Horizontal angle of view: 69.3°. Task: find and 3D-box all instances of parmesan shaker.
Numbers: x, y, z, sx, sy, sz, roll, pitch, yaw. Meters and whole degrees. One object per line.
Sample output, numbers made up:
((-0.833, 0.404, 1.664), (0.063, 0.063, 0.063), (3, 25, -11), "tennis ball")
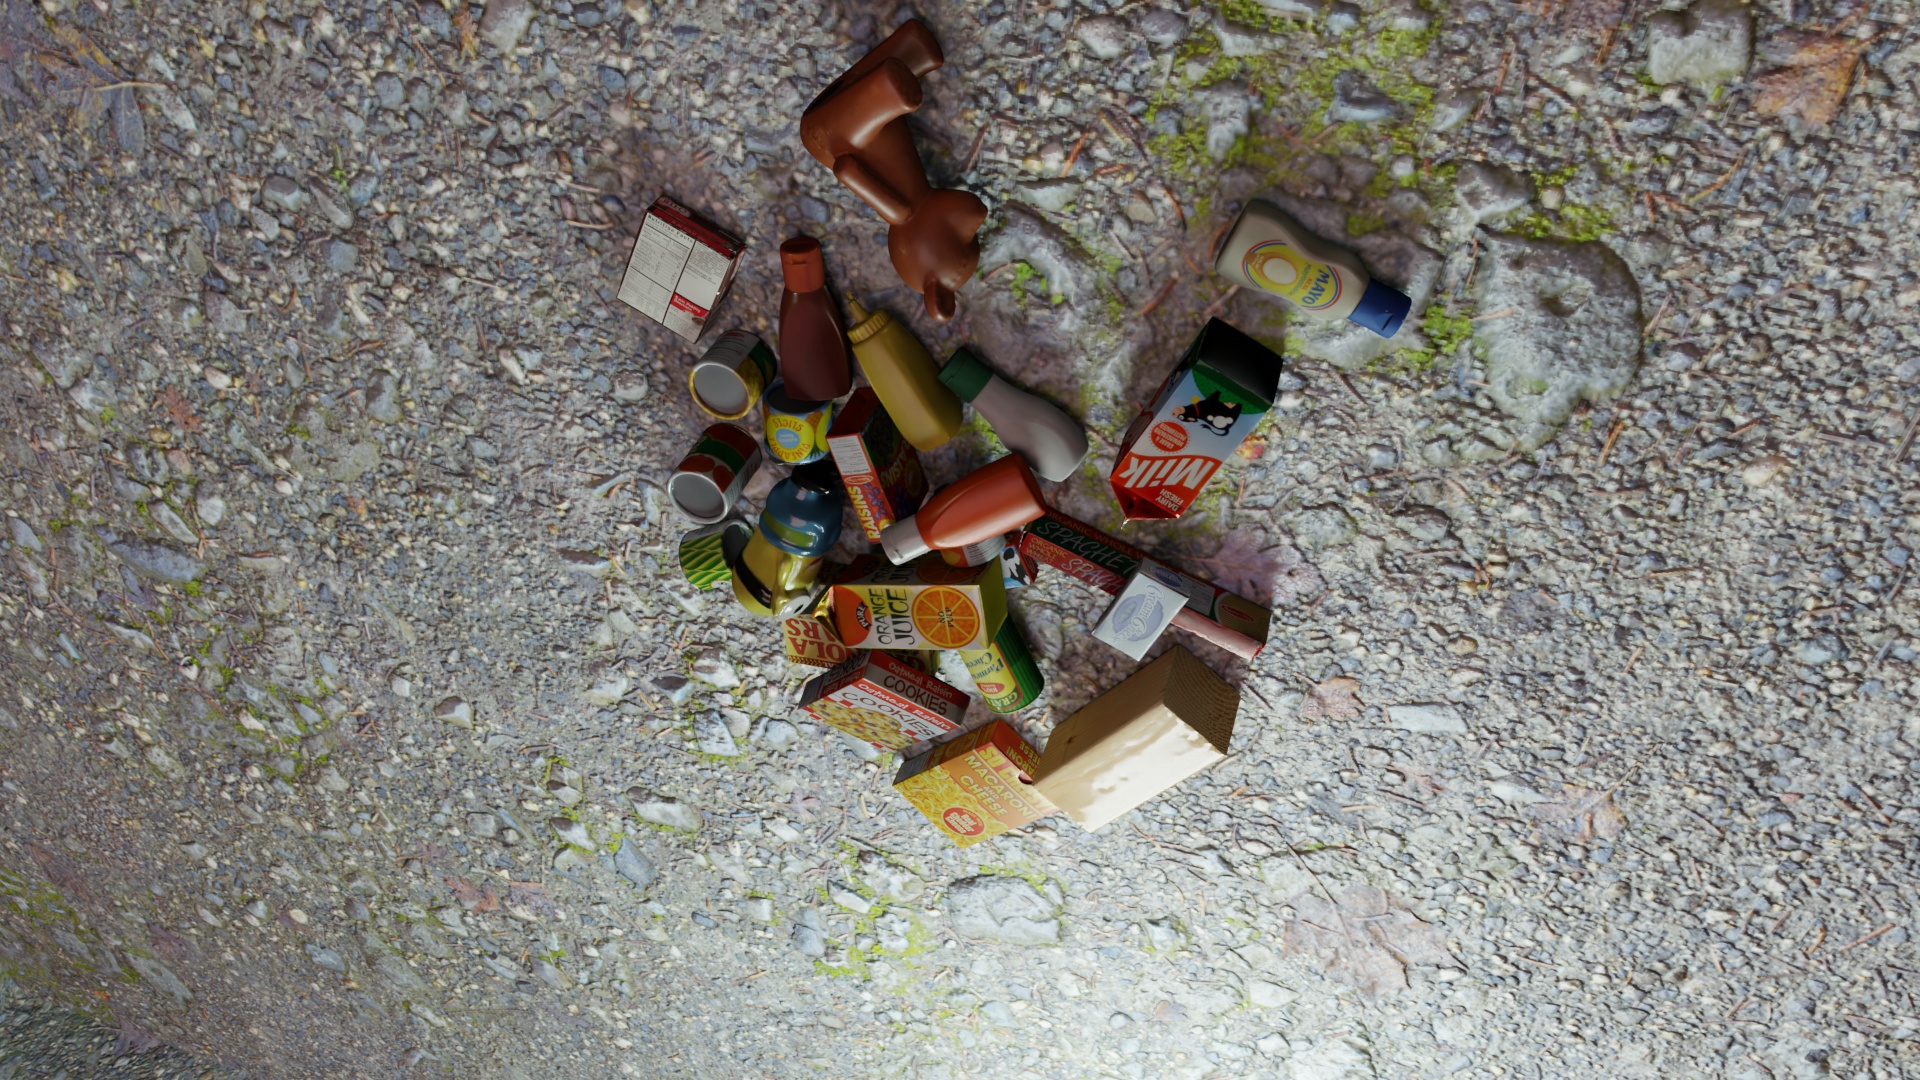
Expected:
((0.035, 0.119, 1.430), (0.071, 0.072, 0.102), (-11, 122, 29), "parmesan shaker")

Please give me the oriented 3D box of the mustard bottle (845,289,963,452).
((-0.058, -0.157, 1.245), (0.048, 0.066, 0.160), (-24, 110, 30), "mustard bottle")

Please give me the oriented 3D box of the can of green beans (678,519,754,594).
((-0.252, 0.015, 1.459), (0.057, 0.071, 0.071), (-13, 122, 30), "can of green beans")

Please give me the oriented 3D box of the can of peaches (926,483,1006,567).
((0.005, -0.017, 1.332), (0.071, 0.071, 0.057), (-3, 127, 24), "can of peaches")

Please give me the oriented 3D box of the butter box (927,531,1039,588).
((0.021, 0.025, 1.386), (0.103, 0.024, 0.053), (-9, 123, 28), "butter box")

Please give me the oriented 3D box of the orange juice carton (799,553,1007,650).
((-0.057, 0.059, 1.366), (0.192, 0.072, 0.072), (0, 115, 19), "orange juice carton")

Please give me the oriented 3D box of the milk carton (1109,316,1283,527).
((0.190, -0.090, 1.191), (0.073, 0.073, 0.189), (30, 133, -4), "milk carton")

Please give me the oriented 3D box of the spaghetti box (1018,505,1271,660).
((0.174, 0.038, 1.318), (0.250, 0.050, 0.028), (25, 131, 1), "spaghetti box")

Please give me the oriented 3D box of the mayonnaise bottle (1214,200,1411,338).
((0.277, -0.206, 1.082), (0.148, 0.041, 0.064), (27, 131, 0), "mayonnaise bottle")

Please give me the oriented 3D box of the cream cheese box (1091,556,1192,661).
((0.168, 0.064, 1.290), (0.053, 0.024, 0.103), (28, 133, -2), "cream cheese box")

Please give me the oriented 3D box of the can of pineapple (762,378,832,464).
((-0.154, -0.113, 1.312), (0.071, 0.071, 0.057), (13, 131, 11), "can of pineapple")

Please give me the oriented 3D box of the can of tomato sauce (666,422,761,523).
((-0.246, -0.067, 1.377), (0.071, 0.083, 0.070), (11, 131, 13), "can of tomato sauce")

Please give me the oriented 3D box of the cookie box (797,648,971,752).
((-0.084, 0.174, 1.496), (0.123, 0.040, 0.167), (28, 150, -20), "cookie box")

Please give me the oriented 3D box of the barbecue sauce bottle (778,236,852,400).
((-0.135, -0.198, 1.250), (0.065, 0.044, 0.147), (-3, 127, 2), "barbecue sauce bottle")

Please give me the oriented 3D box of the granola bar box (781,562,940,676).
((-0.108, 0.086, 1.478), (0.165, 0.039, 0.123), (8, 129, 16), "granola bar box")

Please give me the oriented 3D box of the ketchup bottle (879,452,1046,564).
((0.000, -0.023, 1.260), (0.148, 0.044, 0.064), (-24, 122, 13), "ketchup bottle")

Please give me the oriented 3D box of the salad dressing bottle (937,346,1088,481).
((0.046, -0.115, 1.249), (0.147, 0.044, 0.064), (38, 139, -10), "salad dressing bottle")

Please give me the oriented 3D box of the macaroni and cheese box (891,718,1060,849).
((0.023, 0.281, 1.585), (0.166, 0.040, 0.123), (-31, 113, 38), "macaroni and cheese box")

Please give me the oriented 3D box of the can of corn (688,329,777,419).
((-0.214, -0.154, 1.310), (0.071, 0.058, 0.070), (11, 131, 13), "can of corn")

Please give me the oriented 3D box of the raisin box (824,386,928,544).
((-0.077, -0.071, 1.304), (0.040, 0.086, 0.123), (-6, 125, 23), "raisin box")
